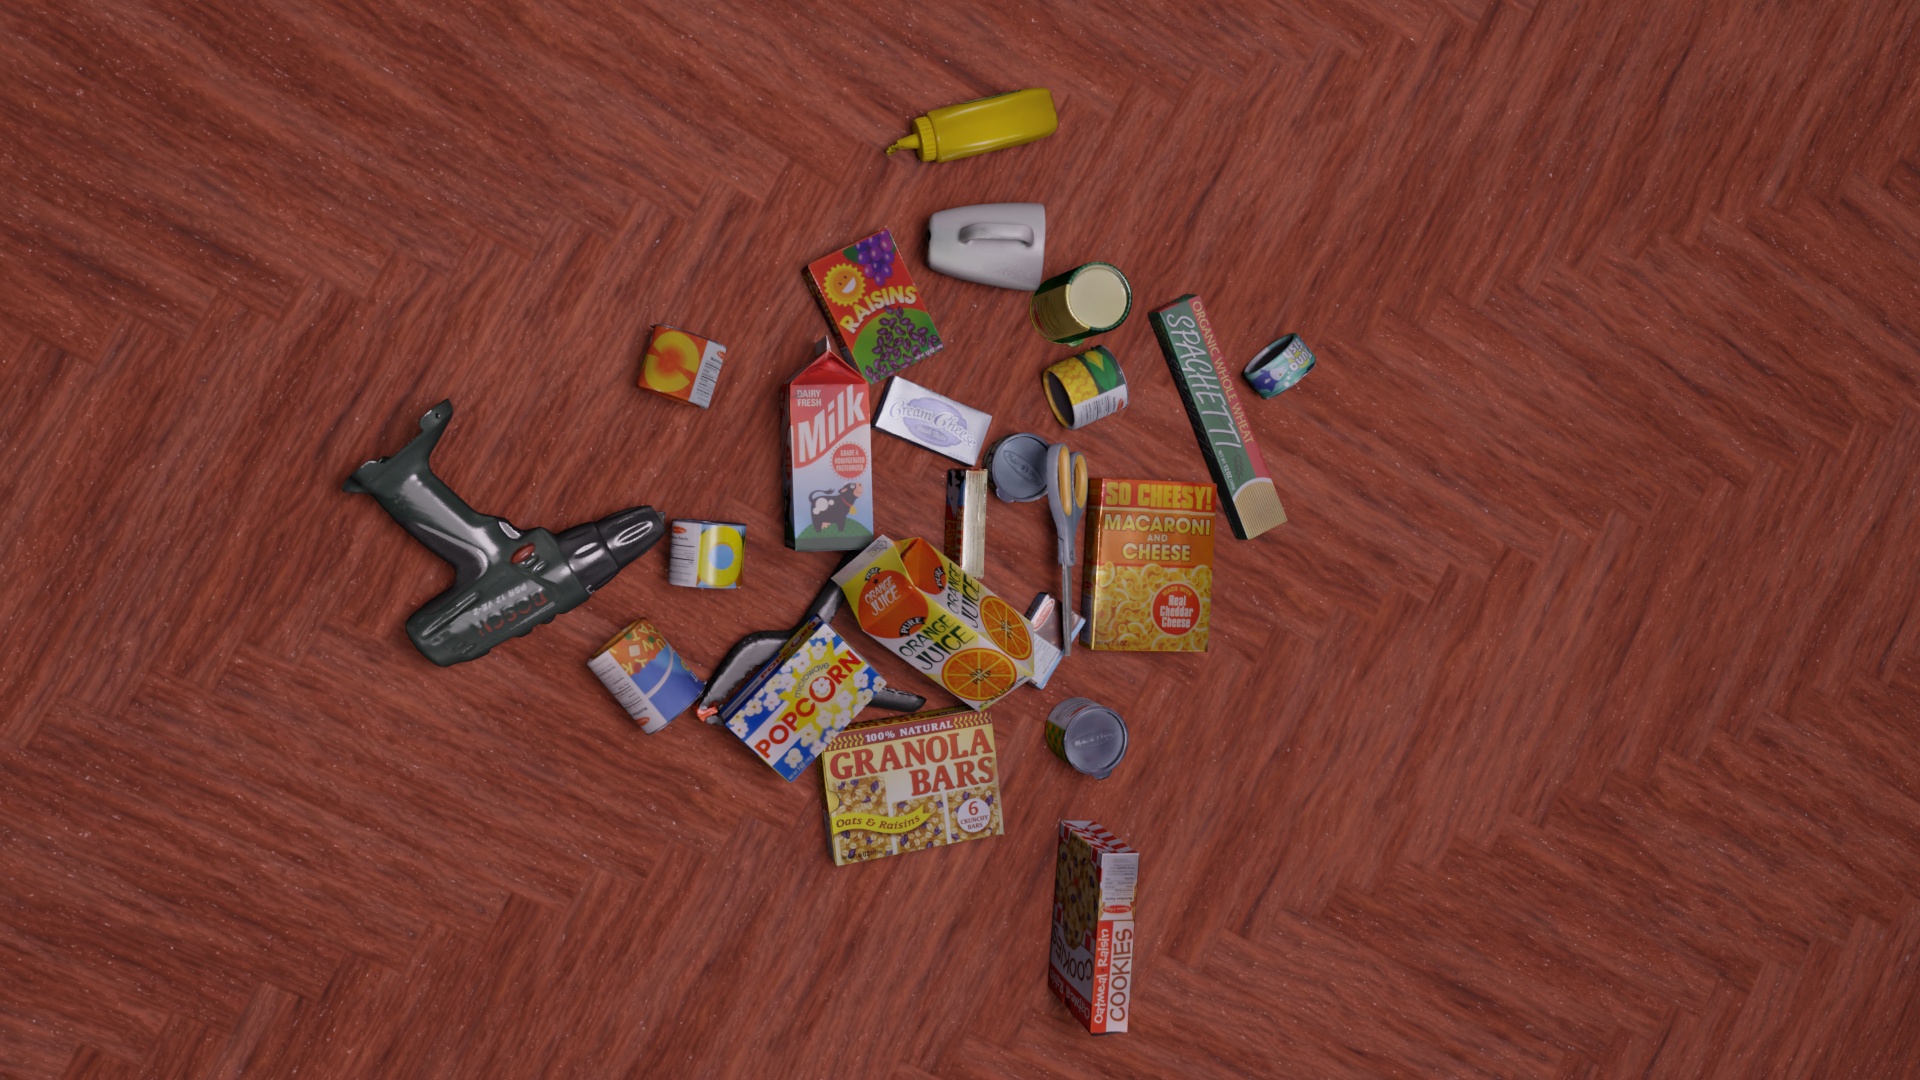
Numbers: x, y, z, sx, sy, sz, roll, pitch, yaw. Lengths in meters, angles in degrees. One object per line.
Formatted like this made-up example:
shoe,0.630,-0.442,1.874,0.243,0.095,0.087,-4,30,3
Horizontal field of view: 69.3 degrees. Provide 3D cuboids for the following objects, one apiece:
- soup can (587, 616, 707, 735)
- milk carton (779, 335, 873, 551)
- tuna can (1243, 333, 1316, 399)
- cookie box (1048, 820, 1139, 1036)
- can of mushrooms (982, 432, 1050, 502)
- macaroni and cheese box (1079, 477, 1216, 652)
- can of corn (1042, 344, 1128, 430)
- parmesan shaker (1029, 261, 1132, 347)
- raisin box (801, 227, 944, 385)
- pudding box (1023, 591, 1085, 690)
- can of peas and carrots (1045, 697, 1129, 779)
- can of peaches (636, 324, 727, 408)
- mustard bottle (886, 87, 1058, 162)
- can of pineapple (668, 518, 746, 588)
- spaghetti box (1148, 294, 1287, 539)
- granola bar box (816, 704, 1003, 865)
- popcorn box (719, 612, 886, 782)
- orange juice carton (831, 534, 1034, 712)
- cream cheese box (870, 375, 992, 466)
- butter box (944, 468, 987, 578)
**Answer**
soup can,-0.276,0.117,1.226,0.071,0.071,0.083,-40,101,-11
milk carton,-0.122,-0.087,1.257,0.073,0.072,0.190,-2,93,-15
tuna can,0.317,-0.174,1.377,0.071,0.071,0.033,-43,101,-10
cookie box,0.124,0.363,1.315,0.040,0.123,0.167,4,91,-15
can of mushrooms,0.055,-0.068,1.327,0.071,0.033,0.071,-1,93,-16
macaroni and cheese box,0.184,0.024,1.363,0.124,0.040,0.166,2,92,-15
can of corn,0.118,-0.147,1.326,0.058,0.071,0.071,-24,98,-13
parmesan shaker,0.114,-0.219,1.302,0.071,0.103,0.071,-1,93,-16
raisin box,-0.080,-0.214,1.282,0.086,0.040,0.123,-28,100,-12
pudding box,0.078,0.097,1.341,0.049,0.030,0.084,34,83,-13
can of peas and carrots,0.122,0.190,1.342,0.071,0.058,0.071,-1,93,-15
can of peaches,-0.248,-0.153,1.224,0.071,0.071,0.058,17,88,-16
mustard bottle,0.008,-0.382,1.288,0.160,0.065,0.048,-16,101,-11
can of pineapple,-0.224,0.011,1.236,0.071,0.071,0.058,4,92,-16
spaghetti box,0.257,-0.122,1.384,0.050,0.028,0.249,-25,99,-14
granola bar box,-0.047,0.227,1.306,0.166,0.039,0.124,-8,94,-15
popcorn box,-0.140,0.140,1.238,0.127,0.038,0.085,-46,110,-7
orange juice carton,-0.023,0.067,1.258,0.192,0.073,0.071,38,121,-25
cream cheese box,-0.027,-0.112,1.307,0.104,0.024,0.053,21,85,-15
butter box,0.005,-0.016,1.305,0.024,0.053,0.103,1,92,-18
